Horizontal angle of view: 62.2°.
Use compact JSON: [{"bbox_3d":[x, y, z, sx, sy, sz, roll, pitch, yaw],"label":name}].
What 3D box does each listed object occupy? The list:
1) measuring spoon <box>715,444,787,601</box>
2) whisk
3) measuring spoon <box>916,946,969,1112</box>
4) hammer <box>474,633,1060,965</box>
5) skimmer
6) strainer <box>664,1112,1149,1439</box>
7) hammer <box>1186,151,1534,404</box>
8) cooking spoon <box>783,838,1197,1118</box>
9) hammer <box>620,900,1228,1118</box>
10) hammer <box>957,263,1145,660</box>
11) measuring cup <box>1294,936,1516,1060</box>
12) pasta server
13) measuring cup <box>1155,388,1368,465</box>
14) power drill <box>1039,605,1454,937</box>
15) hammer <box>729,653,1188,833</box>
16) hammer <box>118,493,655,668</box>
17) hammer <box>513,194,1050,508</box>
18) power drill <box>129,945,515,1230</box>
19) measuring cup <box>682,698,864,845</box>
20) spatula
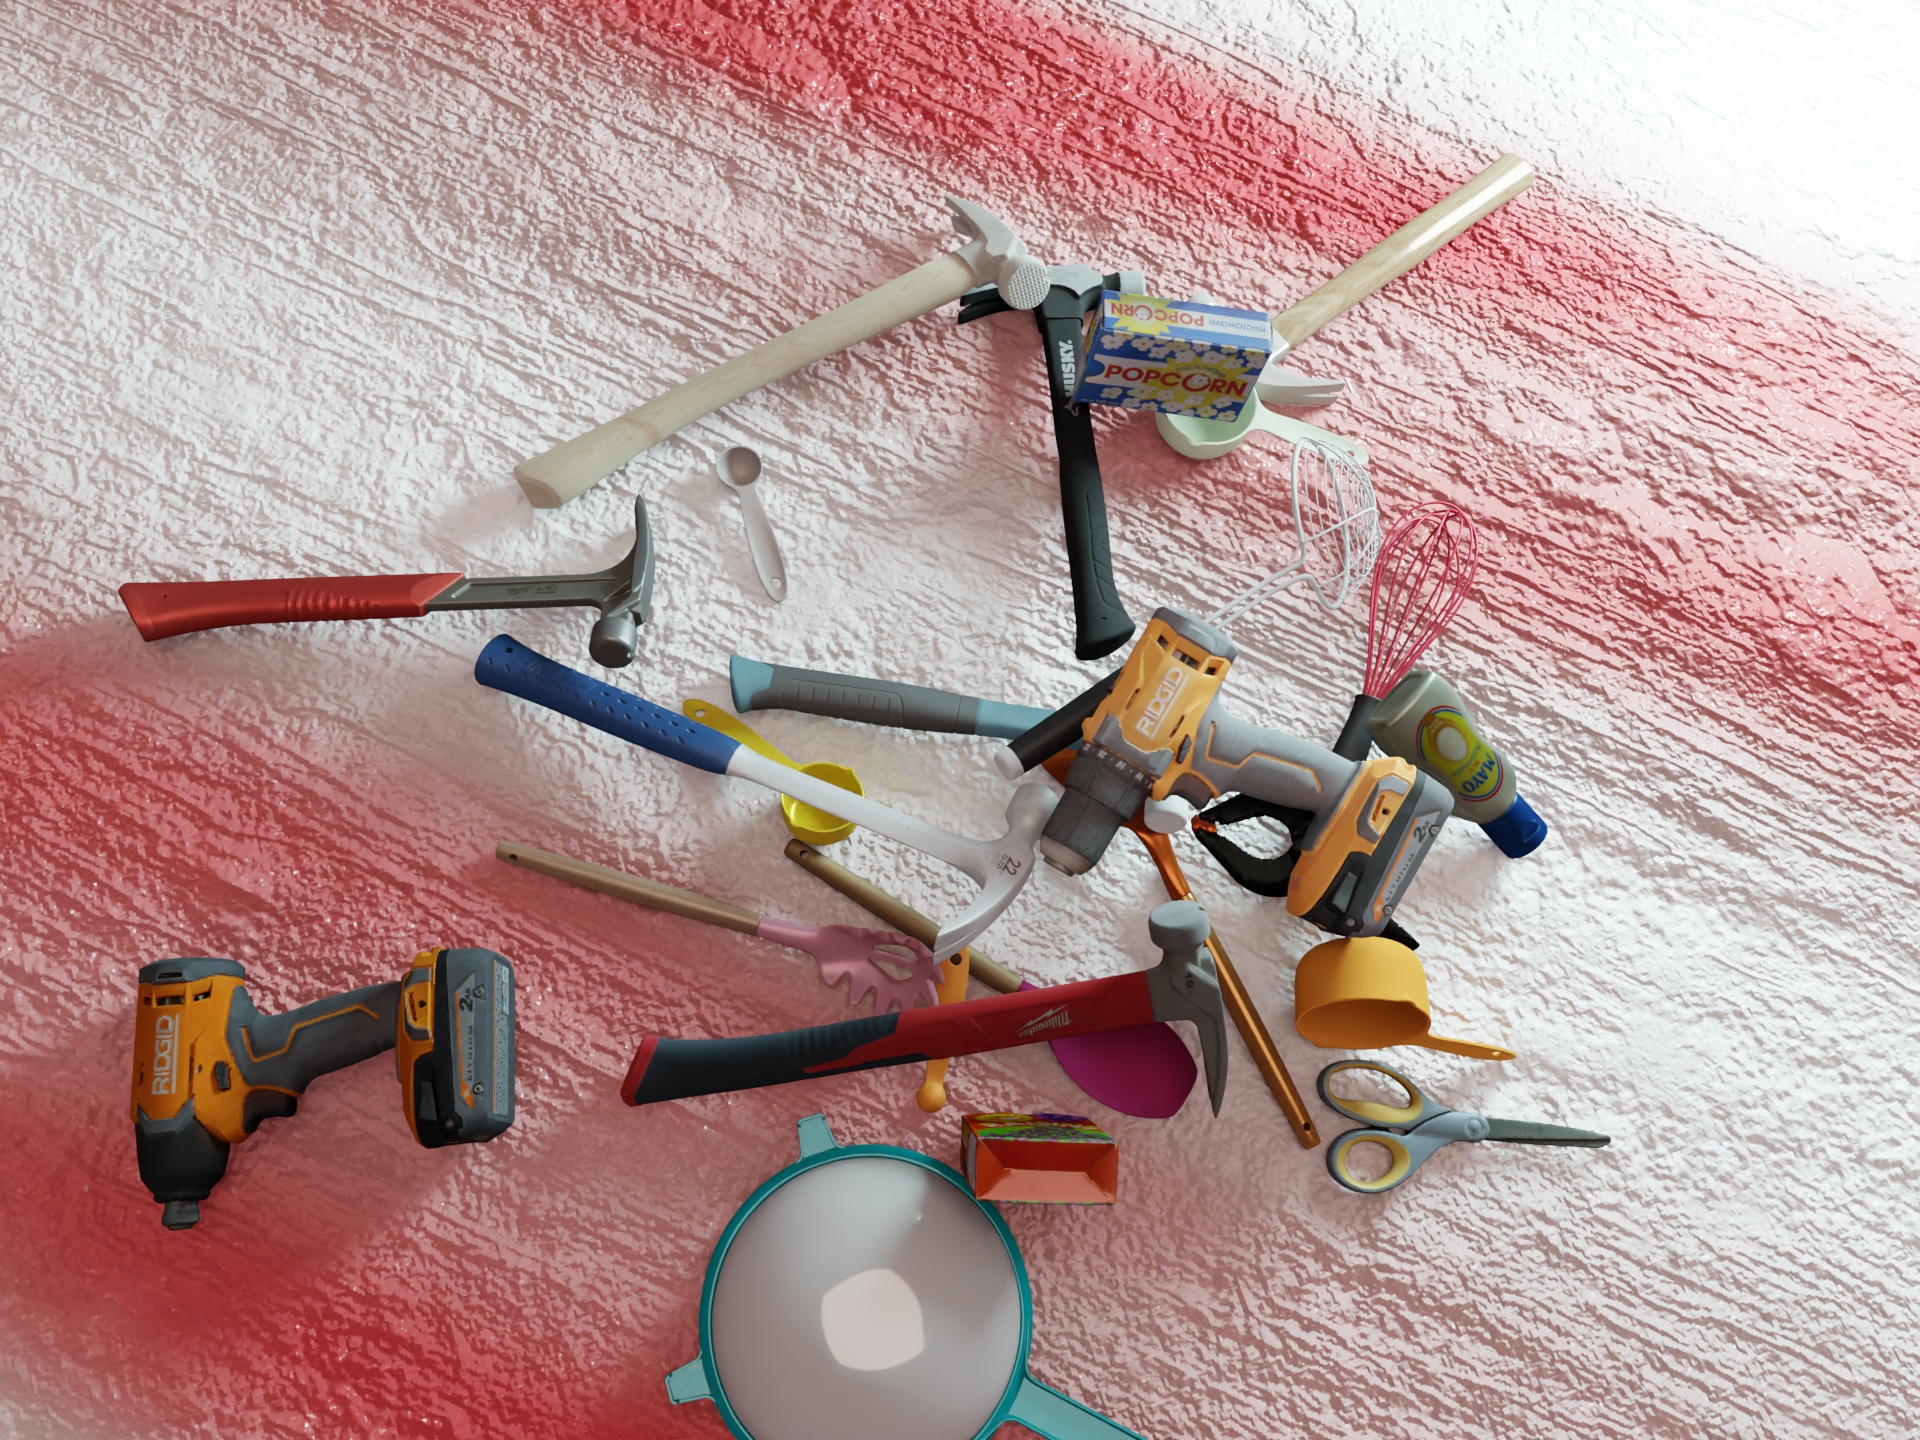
[{"bbox_3d":[-0.150,-0.143,1.171,0.034,0.018,0.124,-16,81,-10],"label":"measuring spoon"},{"bbox_3d":[0.305,-0.031,1.152,0.073,0.073,0.296,24,78,3],"label":"whisk"},{"bbox_3d":[-0.011,0.202,1.058,0.021,0.011,0.117,10,81,3],"label":"measuring spoon"},{"bbox_3d":[-0.144,0.034,1.064,0.405,0.035,0.144,21,51,11],"label":"hammer"},{"bbox_3d":[0.160,-0.074,1.121,0.363,0.090,0.127,-34,120,-15],"label":"skimmer"},{"bbox_3d":[0.001,0.393,0.962,0.340,0.095,0.211,26,71,5],"label":"strainer"},{"bbox_3d":[0.337,-0.362,1.276,0.331,0.031,0.130,-36,78,-15],"label":"hammer"},{"bbox_3d":[0.017,0.168,1.078,0.319,0.017,0.069,32,82,5],"label":"cooking spoon"},{"bbox_3d":[-0.024,0.215,1.020,0.386,0.038,0.143,-10,109,4],"label":"hammer"},{"bbox_3d":[0.081,-0.198,1.180,0.146,0.035,0.335,-2,66,-6],"label":"hammer"},{"bbox_3d":[0.304,0.191,1.075,0.173,0.095,0.052,16,55,-21],"label":"measuring cup"},{"bbox_3d":[-0.162,0.132,1.064,0.316,0.040,0.060,16,106,2],"label":"pasta server"},{"bbox_3d":[0.228,-0.221,1.217,0.167,0.038,0.083,20,71,0],"label":"measuring cup"},{"bbox_3d":[0.177,0.058,1.029,0.226,0.084,0.185,32,85,-1],"label":"power drill"},{"bbox_3d":[-0.002,-0.004,1.114,0.331,0.033,0.128,8,55,2],"label":"hammer"},{"bbox_3d":[-0.395,-0.093,1.106,0.359,0.036,0.149,-2,48,-1],"label":"hammer"},{"bbox_3d":[-0.143,-0.272,1.185,0.410,0.038,0.146,-28,46,-7],"label":"hammer"},{"bbox_3d":[-0.400,0.225,0.992,0.226,0.084,0.164,-4,73,-2],"label":"power drill"},{"bbox_3d":[-0.134,0.034,1.109,0.157,0.029,0.062,33,57,19],"label":"measuring cup"},{"bbox_3d":[0.163,0.145,1.098,0.081,0.041,0.323,-24,80,-14],"label":"spatula"}]
